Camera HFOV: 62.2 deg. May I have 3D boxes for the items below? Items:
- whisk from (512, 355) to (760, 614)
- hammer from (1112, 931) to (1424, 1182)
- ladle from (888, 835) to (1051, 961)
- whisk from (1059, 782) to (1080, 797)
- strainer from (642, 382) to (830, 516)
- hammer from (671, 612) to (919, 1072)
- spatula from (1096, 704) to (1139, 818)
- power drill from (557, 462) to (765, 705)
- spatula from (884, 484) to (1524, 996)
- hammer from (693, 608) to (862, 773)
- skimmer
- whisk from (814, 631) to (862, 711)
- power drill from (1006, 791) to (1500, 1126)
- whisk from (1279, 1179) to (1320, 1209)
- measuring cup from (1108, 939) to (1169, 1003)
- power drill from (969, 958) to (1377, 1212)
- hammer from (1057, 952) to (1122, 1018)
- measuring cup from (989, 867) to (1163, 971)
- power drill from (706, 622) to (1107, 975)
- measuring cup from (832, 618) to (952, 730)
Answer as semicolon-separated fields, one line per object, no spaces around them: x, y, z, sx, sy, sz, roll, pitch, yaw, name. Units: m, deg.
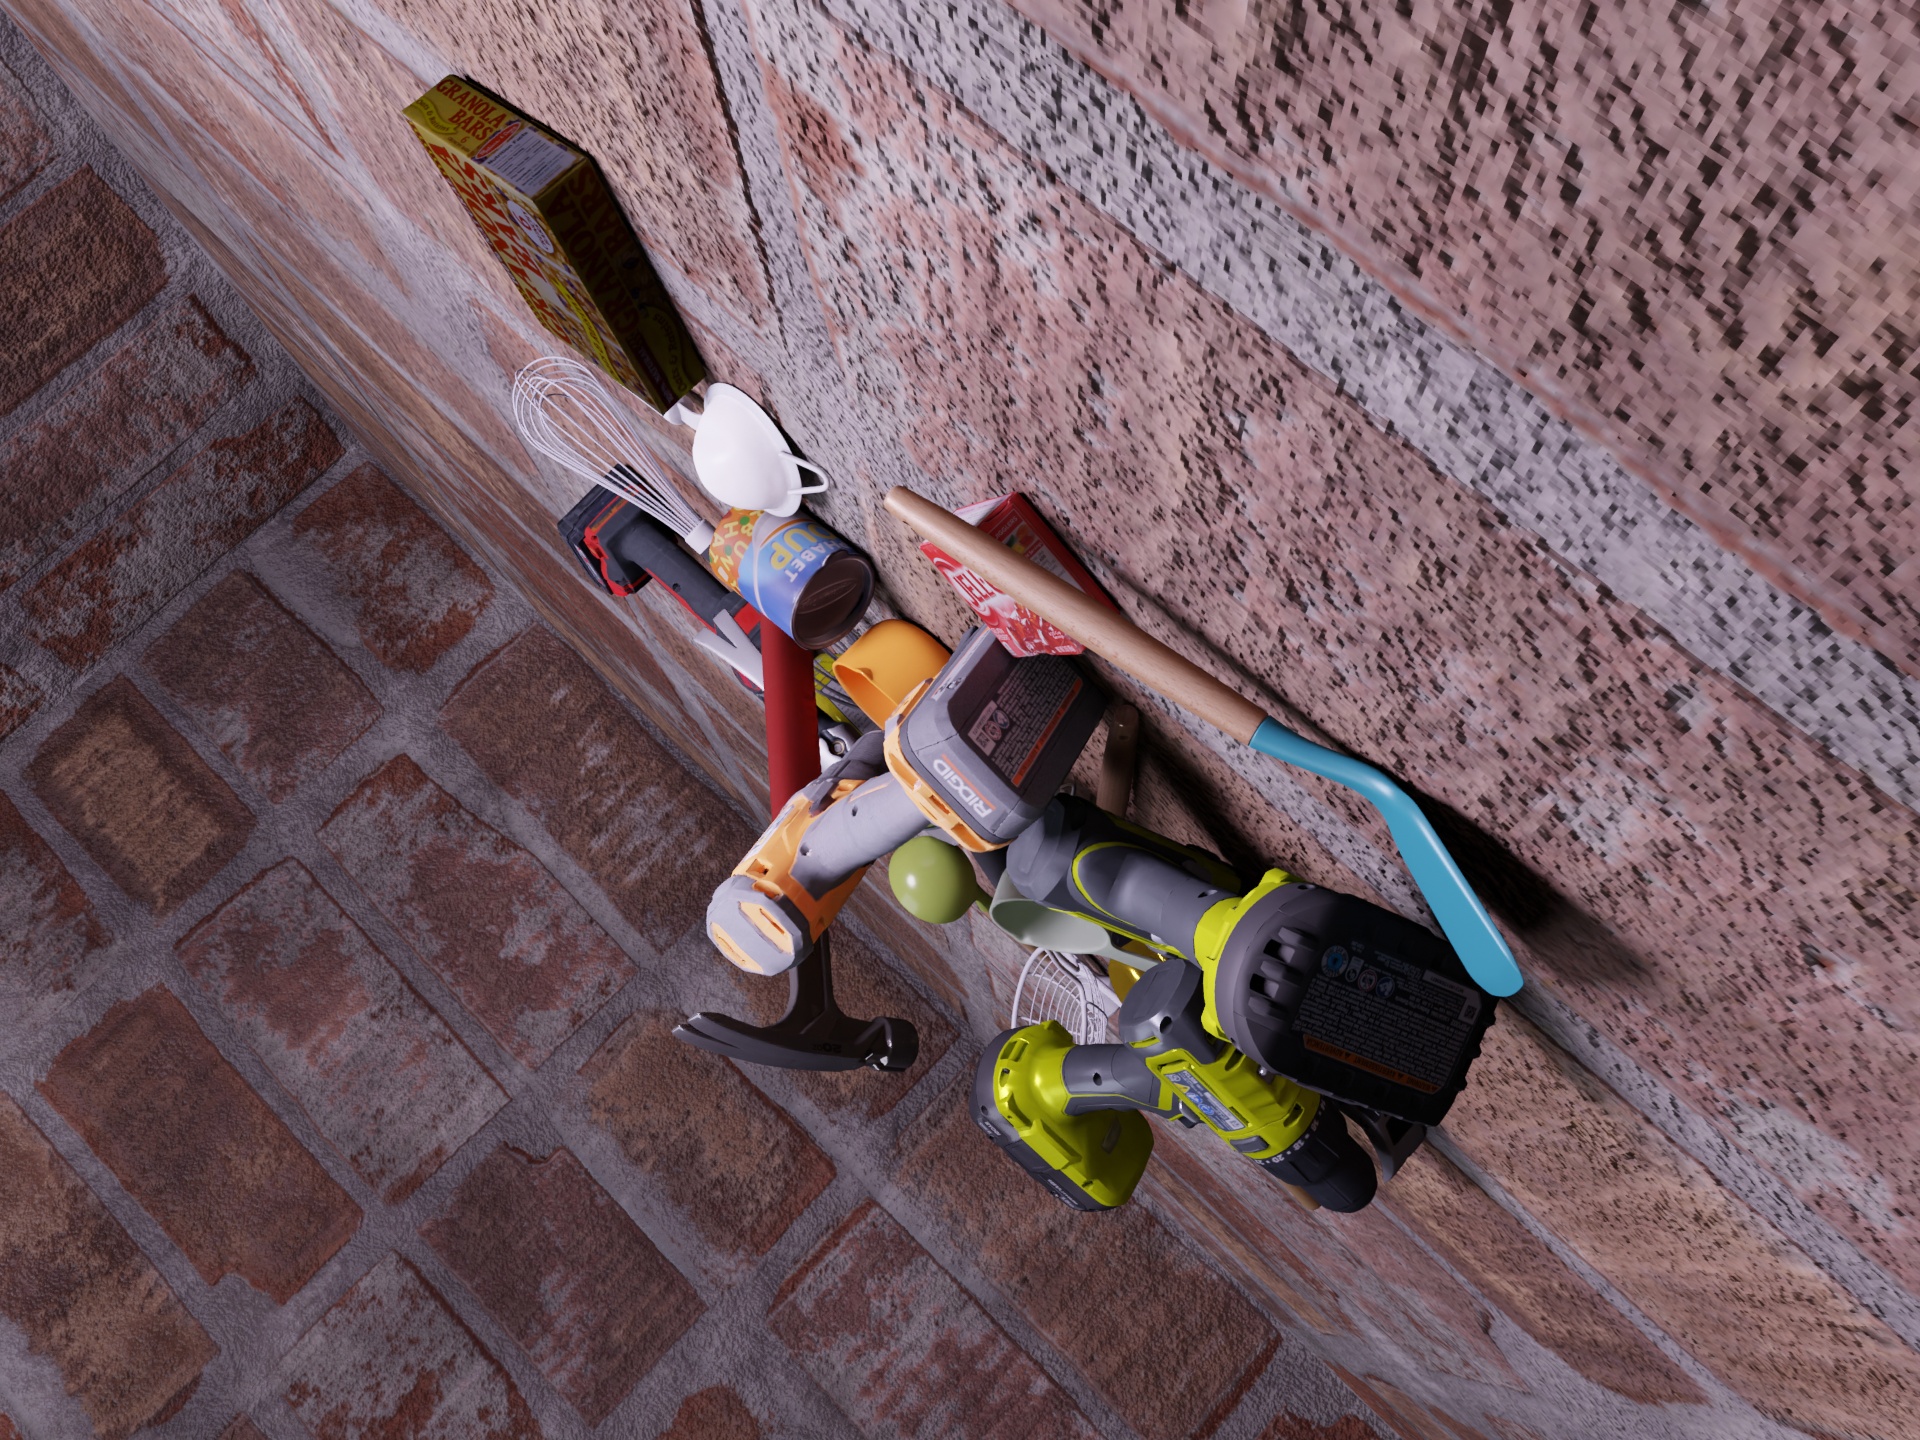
-0.214;-0.157;1.168;0.284;0.070;0.070;43;169;-12;whisk
0.177;0.194;1.083;0.335;0.035;0.146;30;160;52;hammer
0.021;0.177;1.428;0.319;0.062;0.078;48;-159;-60;ladle
0.061;0.082;1.070;0.059;0.058;0.246;4;164;8;whisk
-0.169;-0.184;0.960;0.259;0.050;0.086;39;152;40;strainer
-0.109;0.039;0.978;0.149;0.036;0.359;17;-130;-35;hammer
0.089;0.059;0.929;0.060;0.018;0.315;0;157;3;spatula
-0.217;-0.096;1.338;0.227;0.080;0.187;38;167;16;power drill
0.091;-0.002;0.635;0.318;0.044;0.082;34;175;15;spatula
-0.116;0.021;1.256;0.149;0.036;0.408;44;172;10;hammer
0.024;0.151;1.087;0.362;0.090;0.127;60;-167;-47;skimmer
-0.039;-0.002;1.130;0.239;0.055;0.055;38;167;10;whisk
0.140;0.105;0.755;0.171;0.080;0.223;24;-179;-25;power drill
0.251;0.362;1.384;0.244;0.047;0.051;48;167;-32;whisk
0.119;0.143;1.030;0.062;0.029;0.156;49;157;37;measuring cup
0.130;0.245;0.995;0.190;0.080;0.228;45;142;-13;power drill
0.132;0.226;1.235;0.144;0.035;0.406;48;174;-13;hammer
0.099;0.128;0.991;0.167;0.038;0.083;23;152;-15;measuring cup
-0.026;0.031;0.856;0.084;0.185;0.226;46;130;-9;power drill
-0.002;-0.003;0.981;0.174;0.052;0.095;33;163;30;measuring cup
